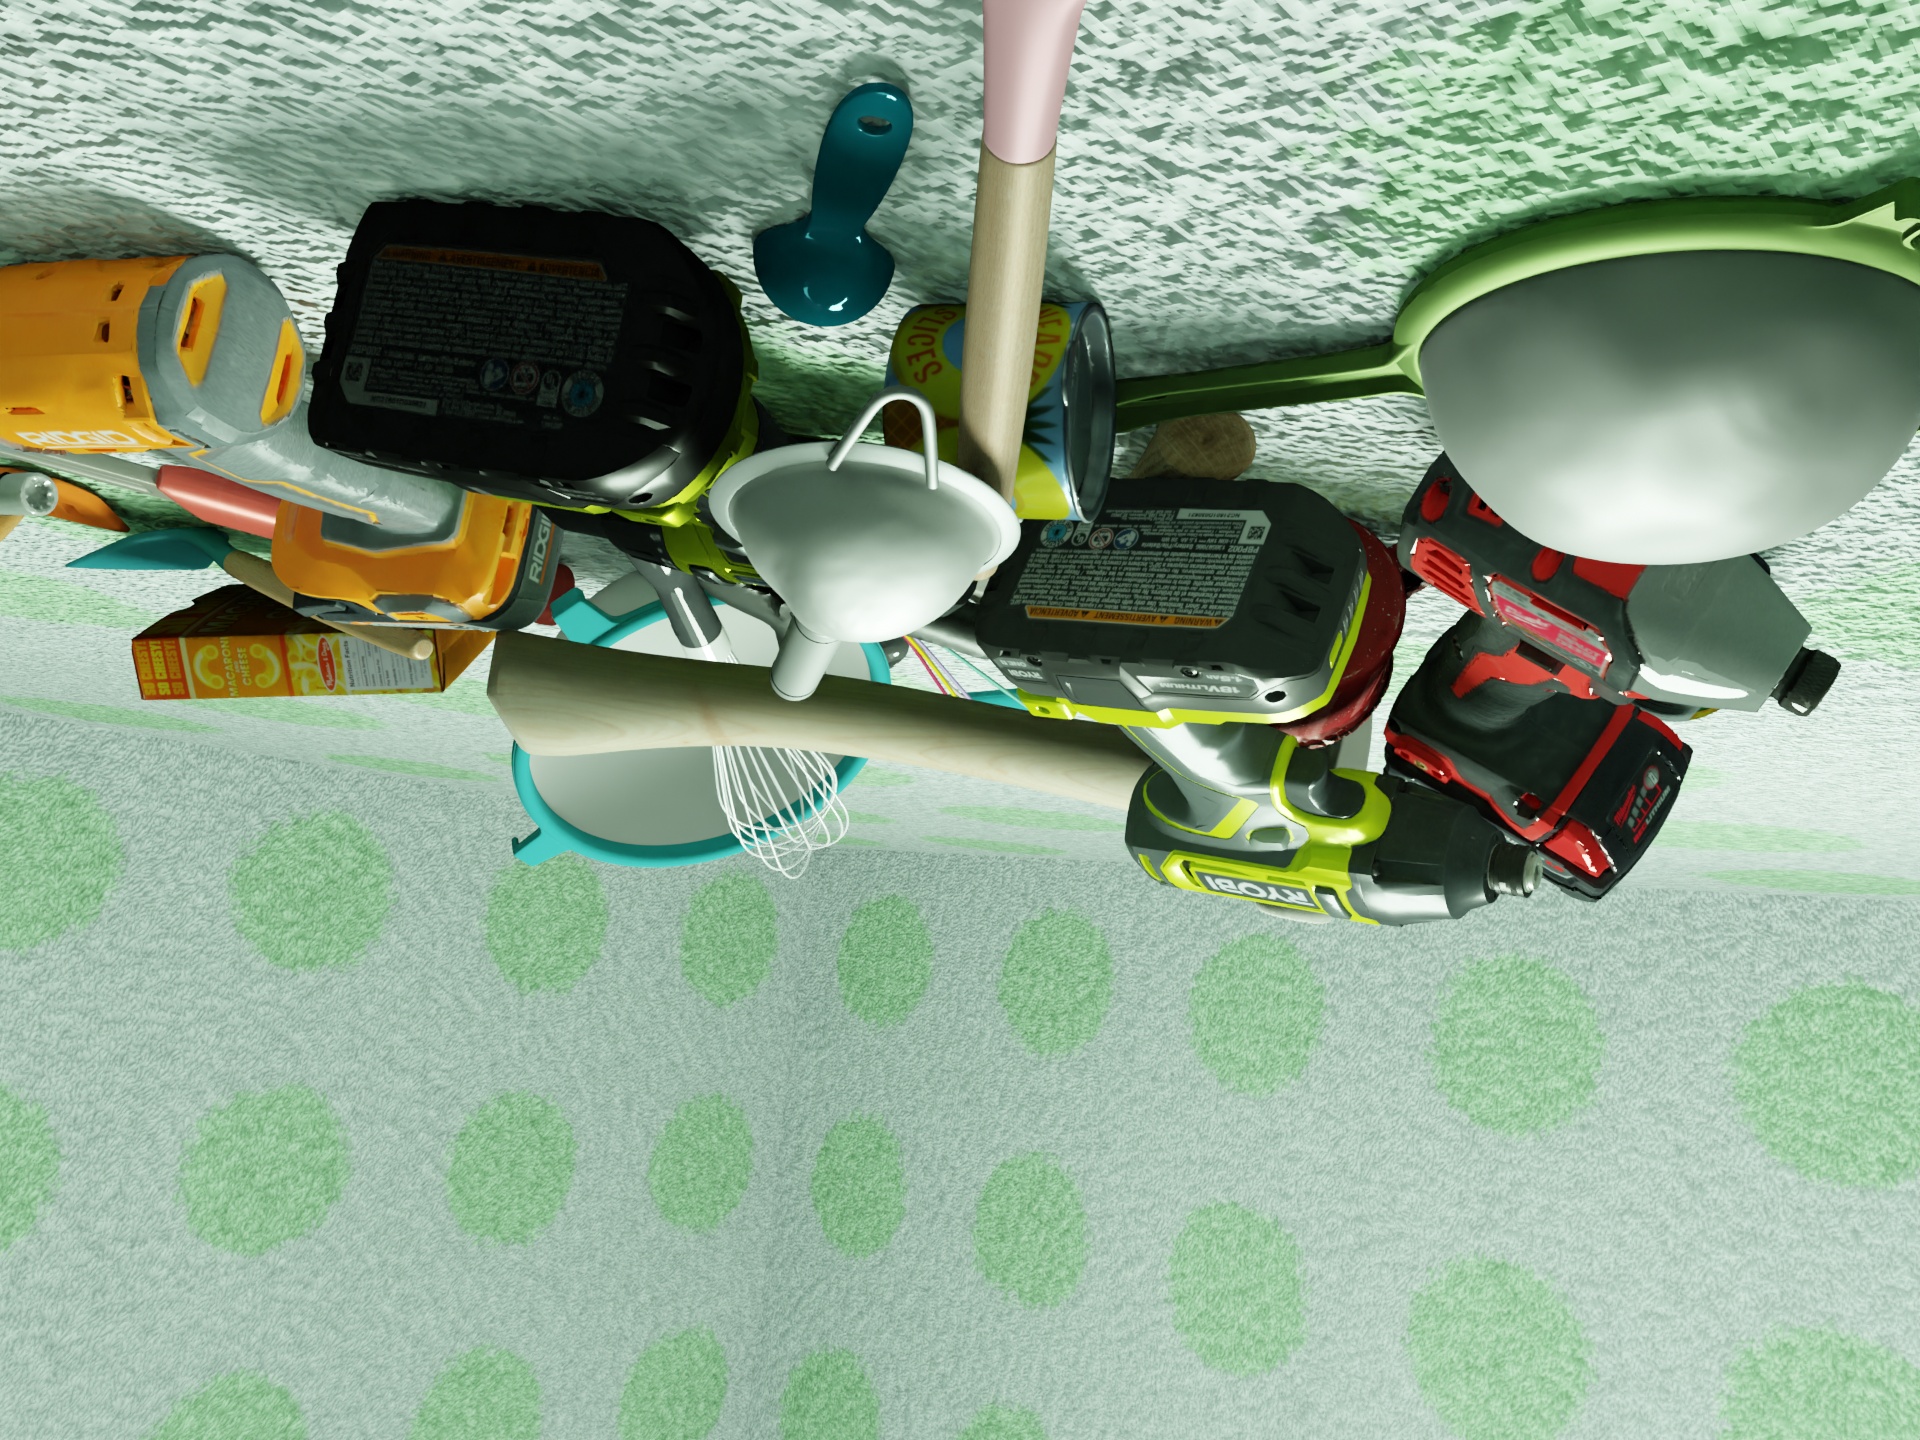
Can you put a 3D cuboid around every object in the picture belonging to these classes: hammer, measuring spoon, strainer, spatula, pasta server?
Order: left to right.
[{"bbox_3d":[-0.463,-0.086,0.760,0.081,0.041,0.323,14,-167,-22],"label":"spatula"},{"bbox_3d":[-0.345,-0.106,0.784,0.149,0.037,0.358,-2,168,44],"label":"hammer"},{"bbox_3d":[-0.379,-0.069,0.863,0.318,0.044,0.082,20,-165,37],"label":"spatula"},{"bbox_3d":[-0.096,-0.024,0.923,0.340,0.095,0.210,-5,136,-29],"label":"strainer"},{"bbox_3d":[-0.041,-0.034,0.504,0.087,0.050,0.258,9,168,-10],"label":"strainer"},{"bbox_3d":[-0.032,-0.131,0.425,0.042,0.021,0.128,8,173,-12],"label":"measuring spoon"},{"bbox_3d":[-0.001,-0.002,0.724,0.410,0.146,0.038,9,-178,-17],"label":"hammer"},{"bbox_3d":[0.008,-0.101,0.344,0.060,0.040,0.316,19,159,5],"label":"pasta server"},{"bbox_3d":[0.067,-0.075,0.712,0.130,0.031,0.331,6,171,-5],"label":"hammer"},{"bbox_3d":[0.151,-0.082,0.470,0.256,0.069,0.151,0,170,29],"label":"strainer"}]

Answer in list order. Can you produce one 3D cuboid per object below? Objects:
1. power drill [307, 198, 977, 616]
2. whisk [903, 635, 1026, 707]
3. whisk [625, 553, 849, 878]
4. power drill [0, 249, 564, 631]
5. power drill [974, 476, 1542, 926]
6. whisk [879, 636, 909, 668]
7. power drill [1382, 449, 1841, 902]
[{"bbox_3d":[-0.111,-0.095,0.552,0.190,0.080,0.228,11,176,20],"label":"power drill"},{"bbox_3d":[-0.022,-0.044,0.833,0.244,0.047,0.051,34,-165,-50],"label":"whisk"},{"bbox_3d":[-0.117,-0.016,0.799,0.070,0.070,0.284,3,141,20],"label":"whisk"},{"bbox_3d":[-0.276,-0.103,0.613,0.164,0.084,0.226,4,167,21],"label":"power drill"},{"bbox_3d":[0.117,0.007,0.609,0.171,0.080,0.223,7,152,36],"label":"power drill"},{"bbox_3d":[-0.100,-0.031,1.088,0.055,0.055,0.239,11,166,-30],"label":"whisk"},{"bbox_3d":[0.233,-0.014,0.600,0.143,0.078,0.219,33,167,22],"label":"power drill"}]
